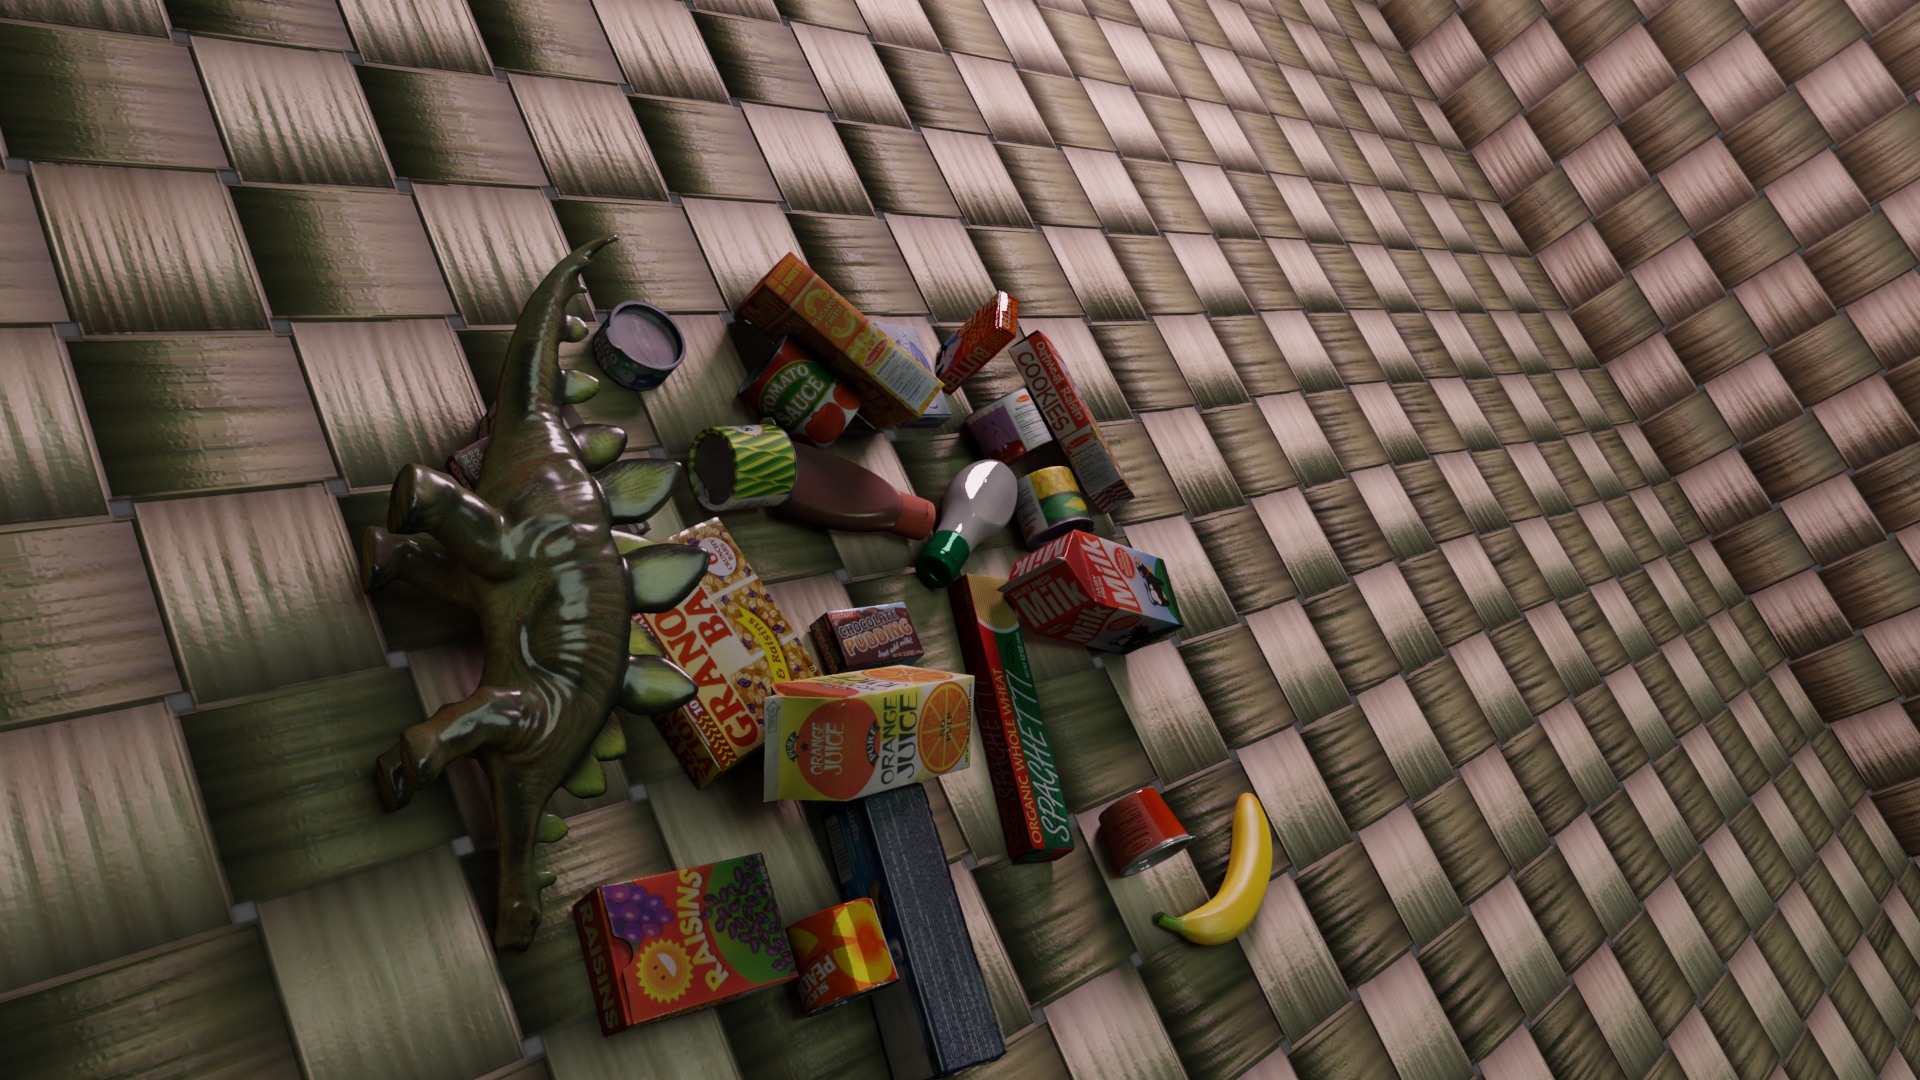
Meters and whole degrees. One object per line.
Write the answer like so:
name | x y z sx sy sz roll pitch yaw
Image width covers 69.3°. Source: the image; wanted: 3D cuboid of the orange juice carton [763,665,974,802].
orange juice carton | -0.073 0.136 0.987 0.193 0.073 0.071 -2 95 -55

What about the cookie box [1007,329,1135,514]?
cookie box | 0.112 -0.115 1.365 0.167 0.040 0.123 63 9 12

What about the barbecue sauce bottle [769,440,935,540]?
barbecue sauce bottle | -0.089 -0.035 1.161 0.148 0.043 0.065 17 52 -35

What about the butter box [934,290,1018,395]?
butter box | 0.014 -0.188 1.322 0.024 0.103 0.053 28 47 -25

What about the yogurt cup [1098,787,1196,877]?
yogurt cup | 0.152 0.245 1.170 0.072 0.072 0.054 -3 56 -44

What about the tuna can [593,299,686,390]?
tuna can | -0.256 -0.154 1.099 0.071 0.032 0.071 24 48 -29

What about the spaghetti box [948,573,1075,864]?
spaghetti box | 0.041 0.145 1.164 0.050 0.028 0.251 9 56 -39

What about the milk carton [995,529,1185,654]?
milk carton | 0.115 0.046 1.247 0.190 0.072 0.074 16 52 -48

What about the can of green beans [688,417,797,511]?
can of green beans | -0.170 -0.057 1.083 0.058 0.071 0.071 -7 67 -45

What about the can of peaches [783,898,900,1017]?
can of peaches | -0.082 0.277 0.923 0.071 0.071 0.058 -2 64 -44

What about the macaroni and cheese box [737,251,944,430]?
macaroni and cheese box | -0.105 -0.164 1.181 0.166 0.123 0.040 39 77 -14

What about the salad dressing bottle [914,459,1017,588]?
salad dressing bottle | 0.004 -0.015 1.235 0.064 0.043 0.148 45 42 -11

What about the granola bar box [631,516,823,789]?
granola bar box | -0.181 0.076 0.997 0.125 0.039 0.165 -30 84 -50

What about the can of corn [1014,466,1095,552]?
can of corn | 0.086 -0.030 1.303 0.071 0.071 0.058 0 62 -43

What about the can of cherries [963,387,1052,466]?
can of cherries | 0.044 -0.104 1.318 0.072 0.071 0.058 -27 88 -49

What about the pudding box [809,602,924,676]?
pudding box | -0.074 0.079 1.102 0.084 0.030 0.050 -3 64 -45

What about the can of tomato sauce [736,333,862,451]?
can of tomato sauce | -0.134 -0.121 1.162 0.083 0.071 0.071 39 42 -16

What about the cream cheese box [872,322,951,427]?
cream cheese box | -0.050 -0.155 1.299 0.053 0.024 0.104 -4 65 -44

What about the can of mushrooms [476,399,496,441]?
can of mushrooms | -0.308 -0.079 0.995 0.071 0.033 0.071 23 49 -29

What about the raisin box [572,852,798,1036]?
raisin box | -0.172 0.253 0.878 0.123 0.040 0.086 -1 64 -43
